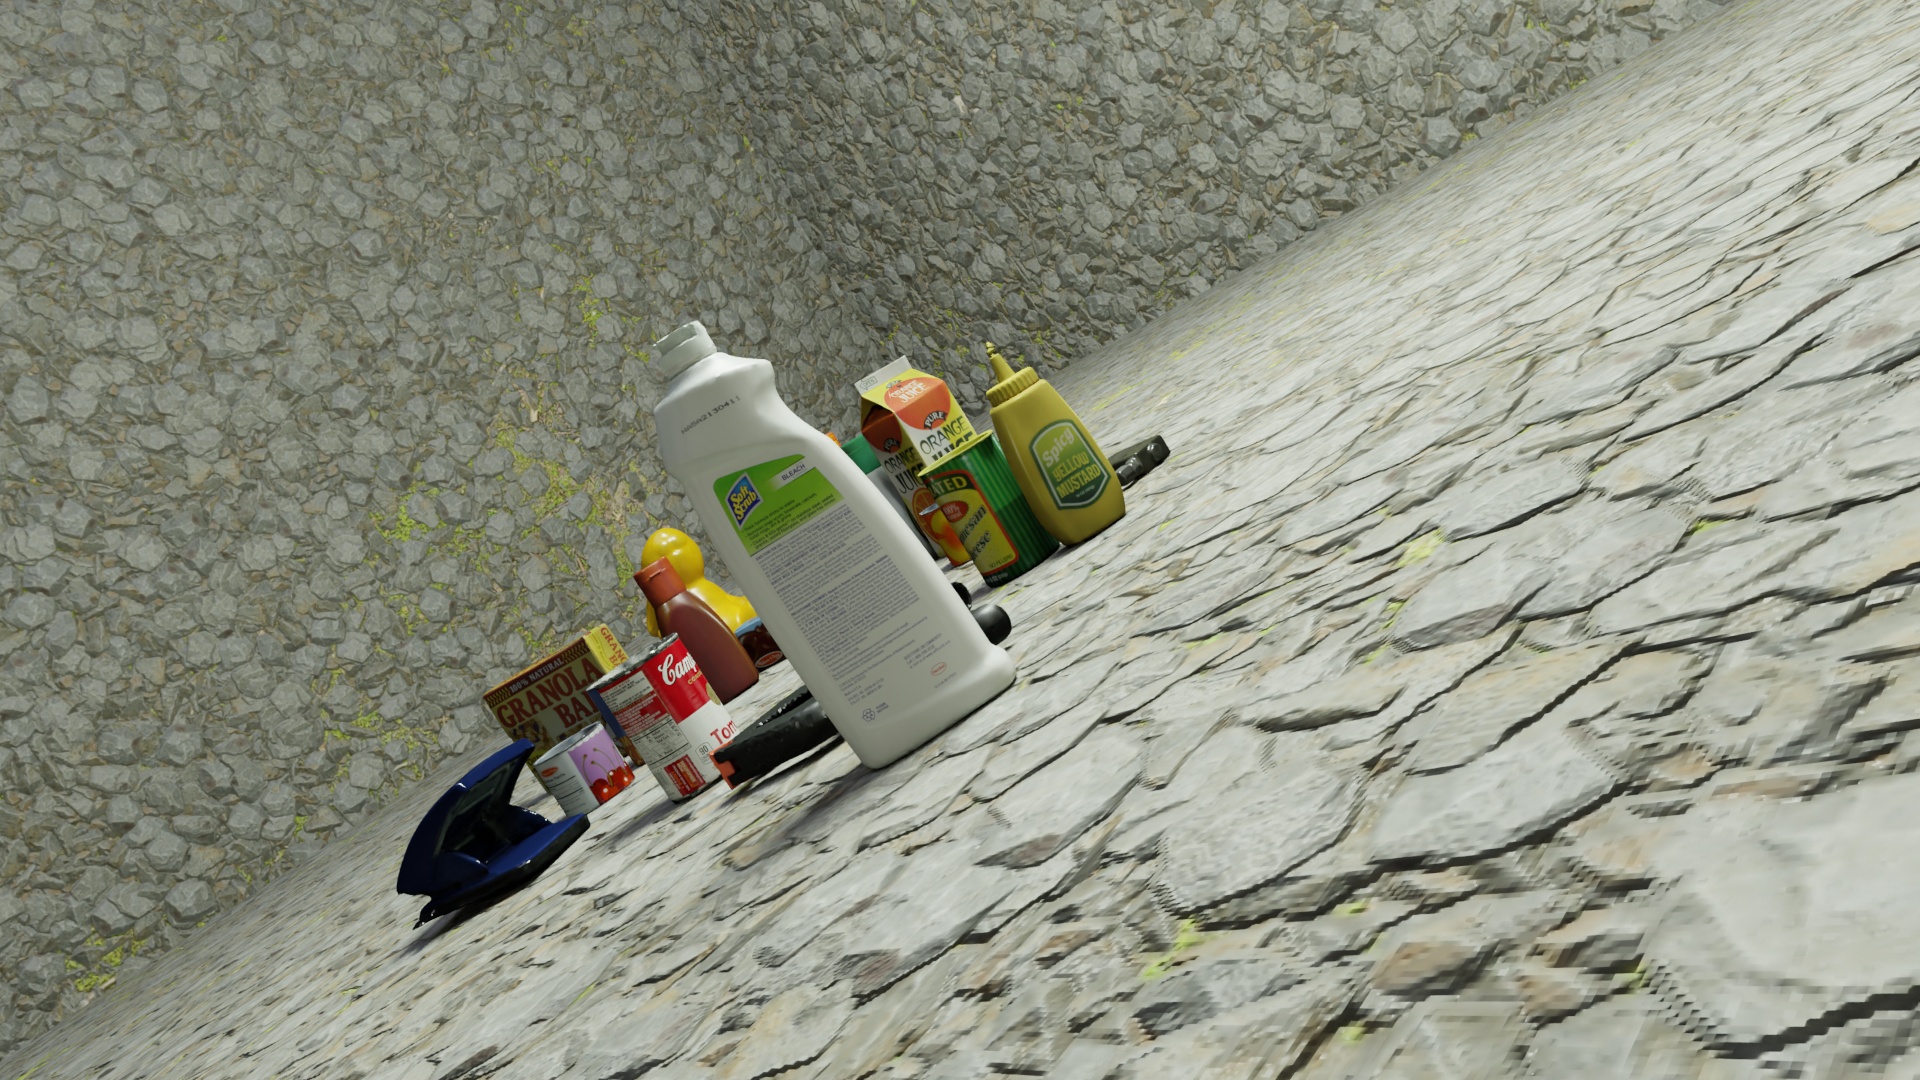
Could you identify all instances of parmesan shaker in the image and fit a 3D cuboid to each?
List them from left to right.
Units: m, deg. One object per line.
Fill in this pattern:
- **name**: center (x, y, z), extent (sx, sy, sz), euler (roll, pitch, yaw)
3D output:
- **parmesan shaker**: center (0.024, -0.024, 1.054), extent (0.071, 0.103, 0.071), euler (-31, 6, 4)

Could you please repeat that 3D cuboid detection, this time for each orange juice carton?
- **orange juice carton**: center (-0.029, -0.087, 1.368), extent (0.072, 0.192, 0.073), euler (-36, 7, -33)

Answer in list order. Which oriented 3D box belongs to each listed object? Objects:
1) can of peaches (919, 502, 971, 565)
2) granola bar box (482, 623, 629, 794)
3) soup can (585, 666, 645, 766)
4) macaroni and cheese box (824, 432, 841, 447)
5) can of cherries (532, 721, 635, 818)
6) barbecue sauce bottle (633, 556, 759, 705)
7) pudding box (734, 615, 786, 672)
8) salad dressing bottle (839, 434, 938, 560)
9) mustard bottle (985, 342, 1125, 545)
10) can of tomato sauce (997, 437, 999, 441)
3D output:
- **can of peaches**: center (0.005, -0.016, 1.281), extent (0.071, 0.058, 0.071), euler (-31, 6, 4)
- **granola bar box**: center (-0.386, 0.171, 1.393), extent (0.165, 0.124, 0.039), euler (-28, 7, 29)
- **soup can**: center (-0.287, 0.151, 1.262), extent (0.071, 0.083, 0.071), euler (-31, 6, 4)
- **macaroni and cheese box**: center (-0.134, -0.029, 1.542), extent (0.040, 0.166, 0.123), euler (-35, 7, -29)
- **can of cherries**: center (-0.321, 0.196, 1.192), extent (0.071, 0.058, 0.071), euler (-31, 6, 4)
- **barbecue sauce bottle**: center (-0.254, 0.086, 1.314), extent (0.065, 0.148, 0.043), euler (-33, 6, -12)
- **pudding box**: center (-0.175, 0.089, 1.362), extent (0.083, 0.049, 0.030), euler (-28, 7, 28)
- **salad dressing bottle**: center (-0.074, -0.038, 1.415), extent (0.044, 0.147, 0.064), euler (-31, 6, 6)
- **mustard bottle**: center (0.059, -0.075, 1.018), extent (0.065, 0.160, 0.049), euler (-33, 6, -15)
- **can of tomato sauce**: center (0.077, -0.068, 1.228), extent (0.071, 0.083, 0.071), euler (-31, 6, 4)
